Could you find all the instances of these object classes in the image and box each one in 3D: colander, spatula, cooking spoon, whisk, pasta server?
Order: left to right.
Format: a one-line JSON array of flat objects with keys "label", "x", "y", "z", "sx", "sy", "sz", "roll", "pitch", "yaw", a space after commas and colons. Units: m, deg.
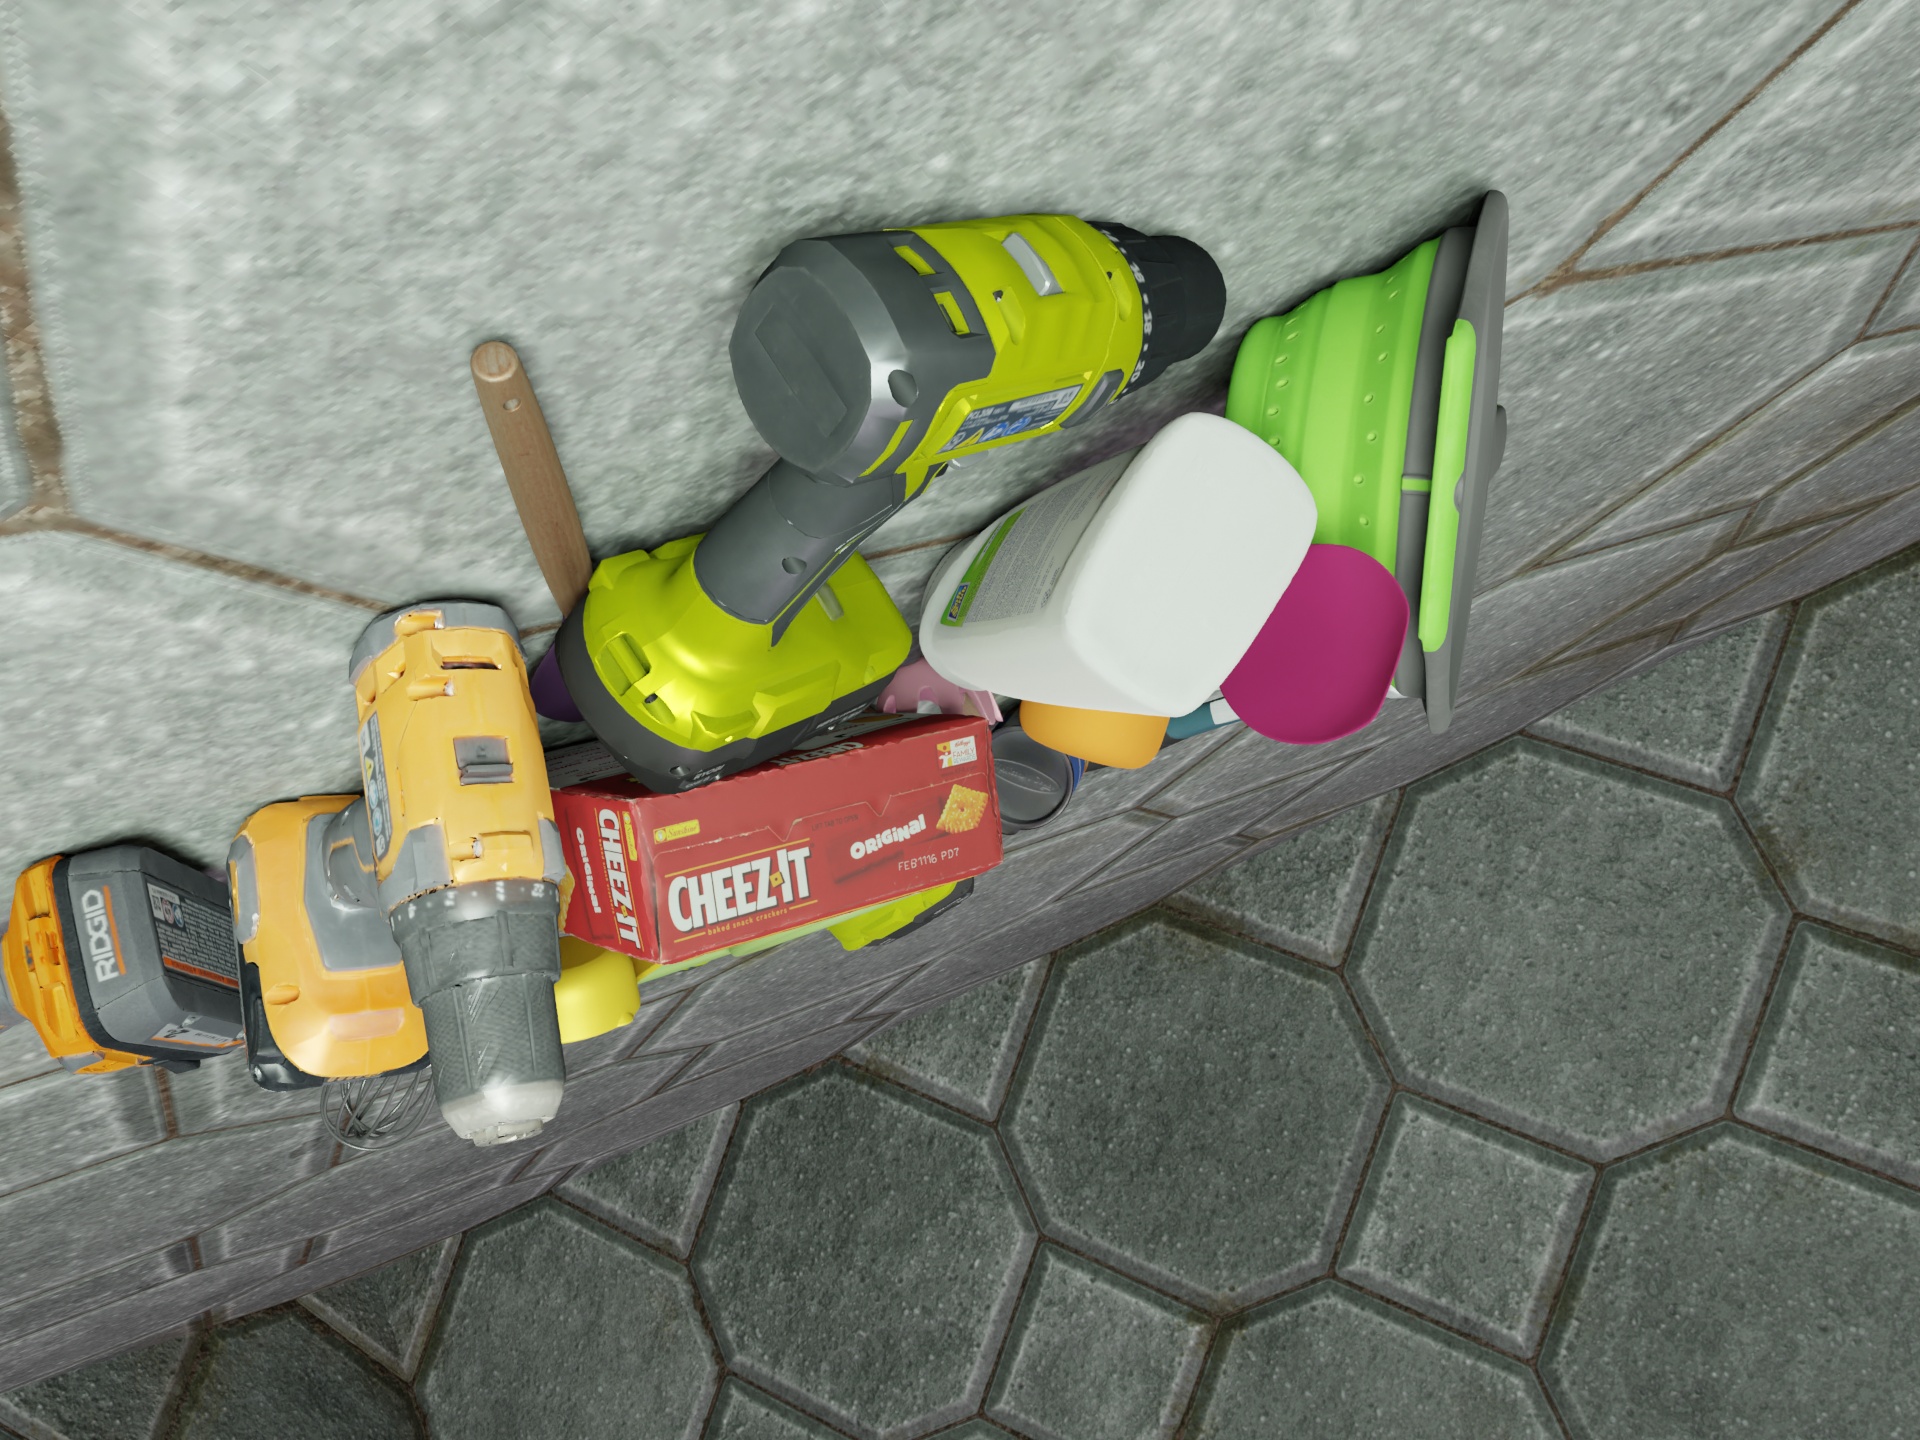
[{"label": "whisk", "x": -0.259, "y": 0.124, "z": 0.801, "sx": 0.055, "sy": 0.055, "sz": 0.239, "roll": 1, "pitch": 125, "yaw": -59}, {"label": "spatula", "x": -0.142, "y": -0.050, "z": 0.572, "sx": 0.060, "sy": 0.018, "sz": 0.315, "roll": -25, "pitch": 167, "yaw": -13}, {"label": "pasta server", "x": -0.001, "y": -0.003, "z": 0.869, "sx": 0.060, "sy": 0.040, "sz": 0.316, "roll": -10, "pitch": 175, "yaw": 4}, {"label": "cooking spoon", "x": 0.083, "y": -0.045, "z": 0.638, "sx": 0.017, "sy": 0.069, "sz": 0.319, "roll": 15, "pitch": -175, "yaw": -22}, {"label": "colander", "x": 0.185, "y": -0.118, "z": 0.700, "sx": 0.094, "sy": 0.204, "sz": 0.397, "roll": 7, "pitch": -166, "yaw": 20}]

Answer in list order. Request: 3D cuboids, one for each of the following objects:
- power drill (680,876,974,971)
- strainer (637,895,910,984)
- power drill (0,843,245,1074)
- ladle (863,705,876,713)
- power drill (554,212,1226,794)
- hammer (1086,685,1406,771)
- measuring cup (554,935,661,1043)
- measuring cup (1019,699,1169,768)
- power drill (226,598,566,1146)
[{"label": "power drill", "x": -0.098, "y": 0.117, "z": 1.149, "sx": 0.171, "sy": 0.080, "sz": 0.223, "roll": -33, "pitch": 161, "yaw": 31}, {"label": "strainer", "x": -0.129, "y": 0.107, "z": 0.990, "sx": 0.256, "sy": 0.069, "sz": 0.151, "roll": -19, "pitch": 173, "yaw": 9}, {"label": "power drill", "x": -0.420, "y": 0.129, "z": 0.655, "sx": 0.226, "sy": 0.084, "sz": 0.164, "roll": -17, "pitch": 166, "yaw": -9}, {"label": "ladle", "x": -0.038, "y": 0.024, "z": 0.944, "sx": 0.078, "sy": 0.062, "sz": 0.320, "roll": -20, "pitch": 164, "yaw": 7}, {"label": "power drill", "x": -0.023, "y": -0.078, "z": 0.532, "sx": 0.190, "sy": 0.080, "sz": 0.228, "roll": -24, "pitch": 166, "yaw": -45}, {"label": "hammer", "x": 0.138, "y": 0.006, "z": 1.061, "sx": 0.128, "sy": 0.033, "sz": 0.331, "roll": -3, "pitch": 169, "yaw": -36}, {"label": "measuring cup", "x": -0.138, "y": 0.092, "z": 0.687, "sx": 0.062, "sy": 0.029, "sz": 0.156, "roll": 1, "pitch": -161, "yaw": 28}, {"label": "measuring cup", "x": 0.084, "y": -0.007, "z": 0.973, "sx": 0.095, "sy": 0.052, "sz": 0.173, "roll": 17, "pitch": -175, "yaw": 6}, {"label": "power drill", "x": -0.212, "y": 0.082, "z": 0.606, "sx": 0.084, "sy": 0.185, "sz": 0.226, "roll": -1, "pitch": 158, "yaw": -37}]
